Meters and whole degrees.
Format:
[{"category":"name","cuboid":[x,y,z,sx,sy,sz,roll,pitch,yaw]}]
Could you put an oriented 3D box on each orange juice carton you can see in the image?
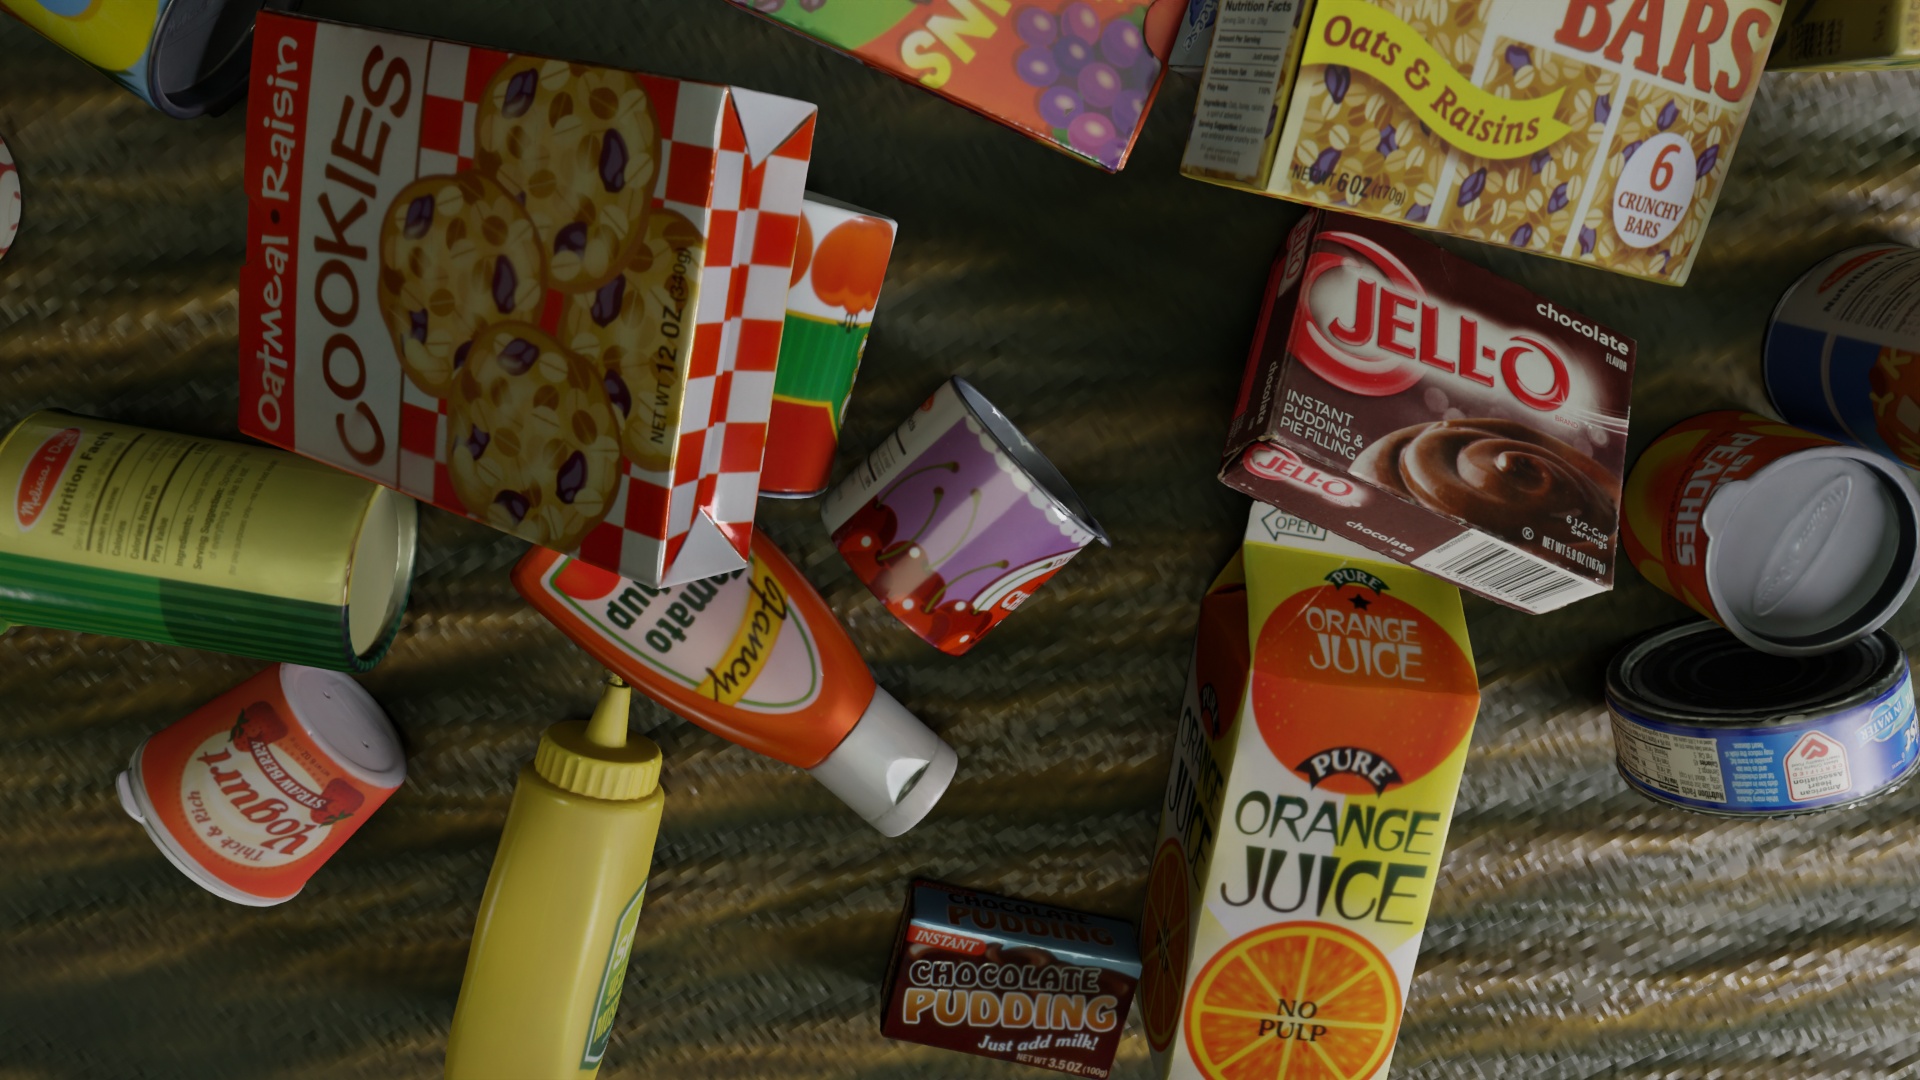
[{"category":"orange juice carton","cuboid":[0.110,0.084,0.450,0.072,0.073,0.192,7,105,-4]}]

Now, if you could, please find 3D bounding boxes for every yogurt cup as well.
[{"category":"yogurt cup","cuboid":[-0.216,0.073,0.443,0.054,0.072,0.072,-38,103,0]}]

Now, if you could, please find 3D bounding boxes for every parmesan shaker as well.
[{"category":"parmesan shaker","cuboid":[-0.226,0.004,0.419,0.103,0.071,0.071,10,105,-5]}]

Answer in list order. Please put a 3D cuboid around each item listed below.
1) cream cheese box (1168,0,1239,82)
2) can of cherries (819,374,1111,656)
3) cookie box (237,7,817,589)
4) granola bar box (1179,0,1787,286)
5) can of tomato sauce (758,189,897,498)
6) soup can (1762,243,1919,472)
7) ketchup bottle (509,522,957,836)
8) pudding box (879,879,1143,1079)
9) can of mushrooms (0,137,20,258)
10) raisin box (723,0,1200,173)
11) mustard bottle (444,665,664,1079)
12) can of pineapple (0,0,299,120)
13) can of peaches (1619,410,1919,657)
[{"category":"cream cheese box","cuboid":[0.112,-0.143,0.394,0.104,0.024,0.053,11,105,-30]},{"category":"can of cherries","cuboid":[0.002,-0.005,0.425,0.058,0.072,0.071,-43,102,10]},{"category":"cookie box","cuboid":[-0.127,-0.070,0.378,0.167,0.040,0.122,18,106,26]},{"category":"granola bar box","cuboid":[0.149,-0.143,0.373,0.166,0.039,0.123,3,107,-28]},{"category":"can of tomato sauce","cuboid":[-0.059,-0.062,0.409,0.071,0.071,0.083,15,104,-6]},{"category":"soup can","cuboid":[0.297,-0.050,0.413,0.071,0.084,0.071,-1,106,-2]},{"category":"ketchup bottle","cuboid":[-0.067,0.036,0.445,0.148,0.043,0.065,42,79,-12]},{"category":"pudding box","cuboid":[0.017,0.154,0.488,0.084,0.030,0.049,13,104,-6]},{"category":"can of mushrooms","cuboid":[-0.317,-0.102,0.406,0.071,0.033,0.070,-1,105,-2]},{"category":"raisin box","cuboid":[0.006,-0.169,0.395,0.123,0.040,0.086,22,103,-8]},{"category":"mustard bottle","cuboid":[-0.128,0.113,0.457,0.049,0.065,0.160,15,98,-3]},{"category":"can of pineapple","cuboid":[-0.224,-0.157,0.378,0.058,0.071,0.071,33,102,-10]},{"category":"can of peaches","cuboid":[0.251,-0.005,0.438,0.071,0.058,0.071,0,106,-1]}]
